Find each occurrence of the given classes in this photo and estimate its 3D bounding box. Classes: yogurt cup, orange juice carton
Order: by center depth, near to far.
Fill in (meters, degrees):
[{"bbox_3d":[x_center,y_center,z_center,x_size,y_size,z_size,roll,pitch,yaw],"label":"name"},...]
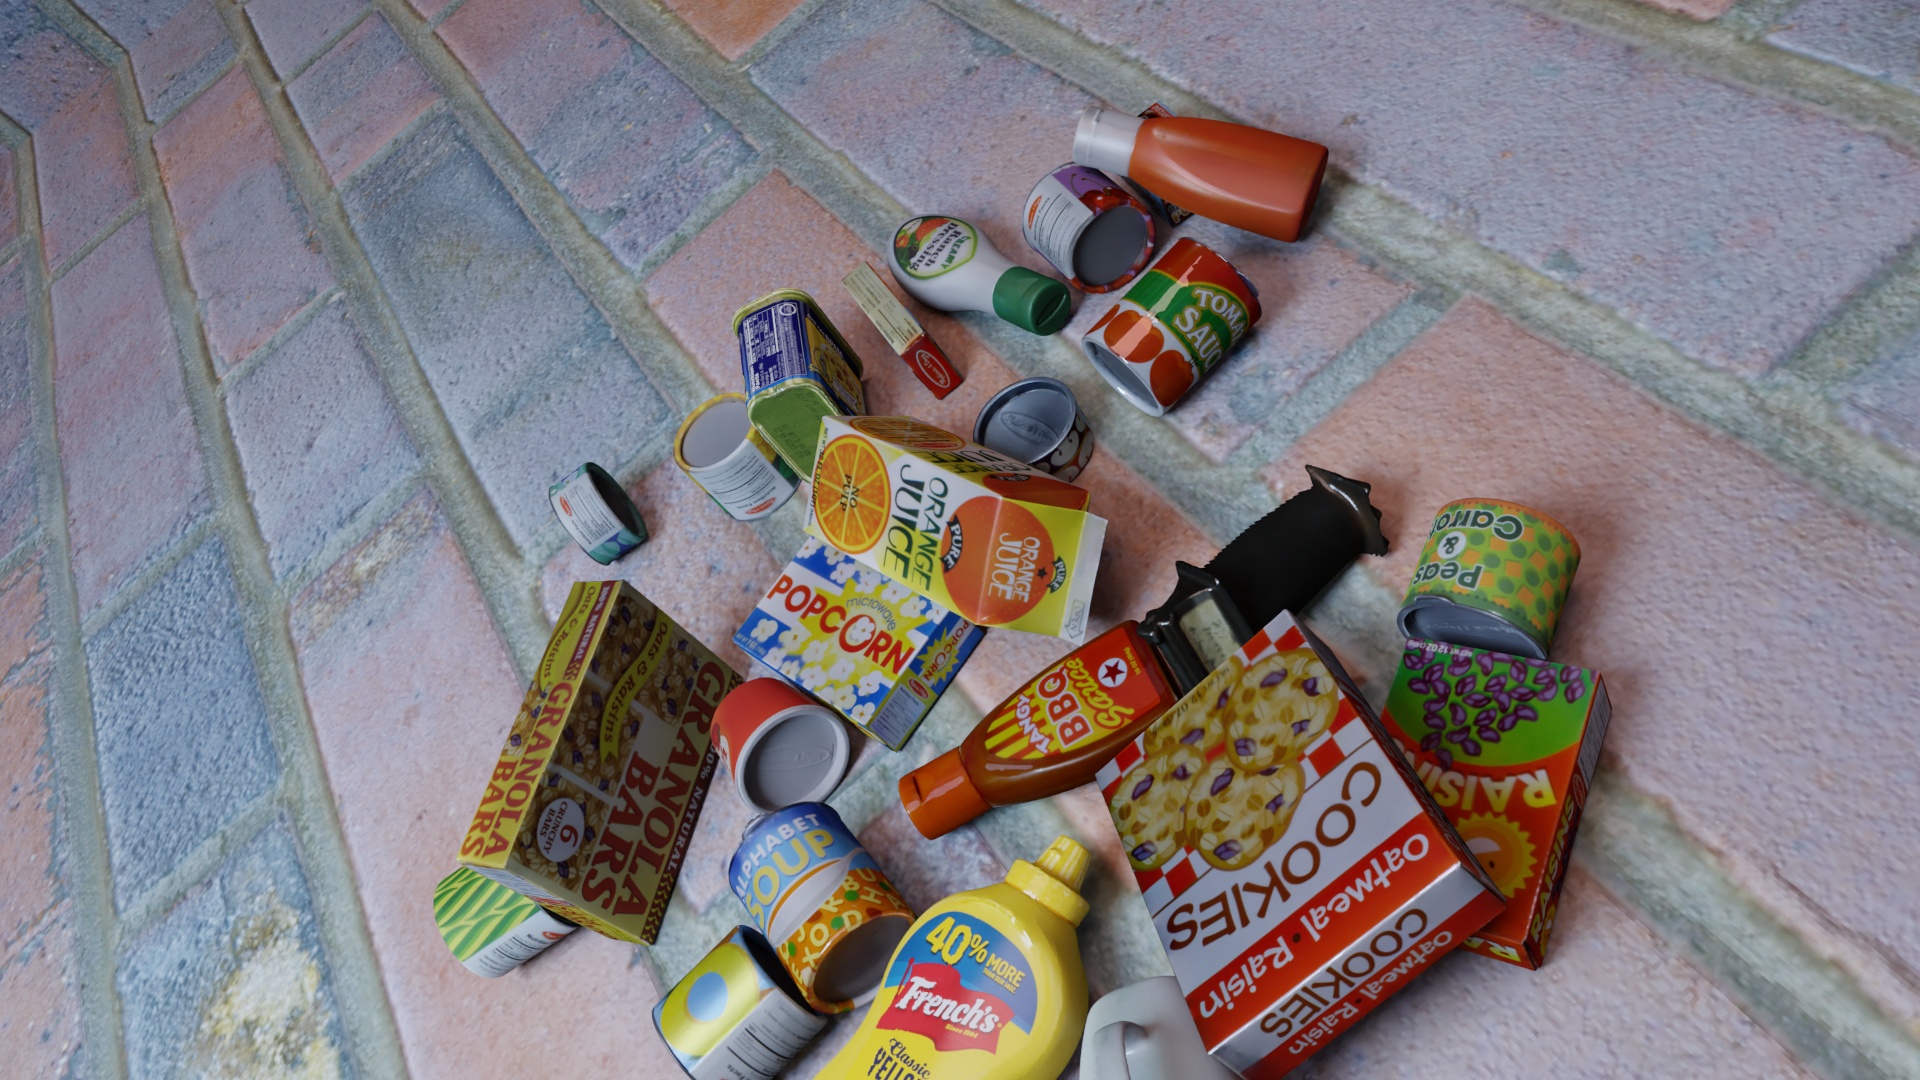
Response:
[{"bbox_3d":[-0.103,0.111,0.768,0.072,0.072,0.054,-48,39,-8],"label":"yogurt cup"},{"bbox_3d":[0.003,-0.010,0.768,0.193,0.073,0.071,26,112,40],"label":"orange juice carton"}]

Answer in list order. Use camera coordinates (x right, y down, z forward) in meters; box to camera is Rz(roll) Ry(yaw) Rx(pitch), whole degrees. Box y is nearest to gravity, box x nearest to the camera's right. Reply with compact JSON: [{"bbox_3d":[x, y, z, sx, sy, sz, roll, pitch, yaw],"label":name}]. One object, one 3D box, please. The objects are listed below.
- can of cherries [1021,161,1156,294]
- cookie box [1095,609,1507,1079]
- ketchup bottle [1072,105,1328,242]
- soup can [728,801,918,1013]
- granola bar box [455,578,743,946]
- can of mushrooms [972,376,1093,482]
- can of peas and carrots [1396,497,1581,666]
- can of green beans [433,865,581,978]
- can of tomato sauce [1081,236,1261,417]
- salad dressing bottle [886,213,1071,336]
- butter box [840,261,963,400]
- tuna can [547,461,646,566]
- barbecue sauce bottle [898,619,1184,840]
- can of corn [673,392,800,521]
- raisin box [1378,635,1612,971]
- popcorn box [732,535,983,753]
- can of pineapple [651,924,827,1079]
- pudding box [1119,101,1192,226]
[{"bbox_3d":[0.084,-0.198,0.882,0.071,0.071,0.058,-39,47,1],"label":"can of cherries"},{"bbox_3d":[0.134,0.124,0.589,0.122,0.040,0.168,-43,29,14],"label":"cookie box"},{"bbox_3d":[0.144,-0.230,0.846,0.149,0.043,0.065,19,64,13],"label":"ketchup bottle"},{"bbox_3d":[-0.069,0.181,0.691,0.071,0.071,0.084,-44,47,-5],"label":"soup can"},{"bbox_3d":[-0.193,0.123,0.770,0.039,0.124,0.166,-2,57,30],"label":"granola bar box"},{"bbox_3d":[0.042,-0.060,0.826,0.071,0.033,0.071,-15,52,20],"label":"can of mushrooms"},{"bbox_3d":[0.237,0.020,0.627,0.071,0.070,0.059,12,64,36],"label":"can of peas and carrots"},{"bbox_3d":[-0.254,0.204,0.787,0.058,0.071,0.071,-34,47,6],"label":"can of green beans"},{"bbox_3d":[0.122,-0.122,0.801,0.083,0.071,0.071,-45,47,-4],"label":"can of tomato sauce"},{"bbox_3d":[0.011,-0.175,0.920,0.064,0.044,0.148,-49,48,-10],"label":"salad dressing bottle"},{"bbox_3d":[-0.039,-0.140,0.919,0.024,0.053,0.104,-40,46,4],"label":"butter box"},{"bbox_3d":[-0.246,-0.018,0.946,0.033,0.071,0.071,-35,47,4],"label":"tuna can"},{"bbox_3d":[0.040,0.102,0.703,0.148,0.043,0.065,-31,49,8],"label":"barbecue sauce bottle"},{"bbox_3d":[-0.147,-0.057,0.919,0.071,0.058,0.071,-15,52,20],"label":"can of corn"},{"bbox_3d":[0.218,0.109,0.596,0.086,0.040,0.124,10,62,36],"label":"raisin box"},{"bbox_3d":[-0.062,0.055,0.800,0.127,0.038,0.085,26,73,40],"label":"popcorn box"},{"bbox_3d":[-0.108,0.231,0.681,0.058,0.070,0.071,-44,47,-5],"label":"can of pineapple"},{"bbox_3d":[0.135,-0.247,0.909,0.049,0.030,0.084,-34,47,3],"label":"pudding box"}]
